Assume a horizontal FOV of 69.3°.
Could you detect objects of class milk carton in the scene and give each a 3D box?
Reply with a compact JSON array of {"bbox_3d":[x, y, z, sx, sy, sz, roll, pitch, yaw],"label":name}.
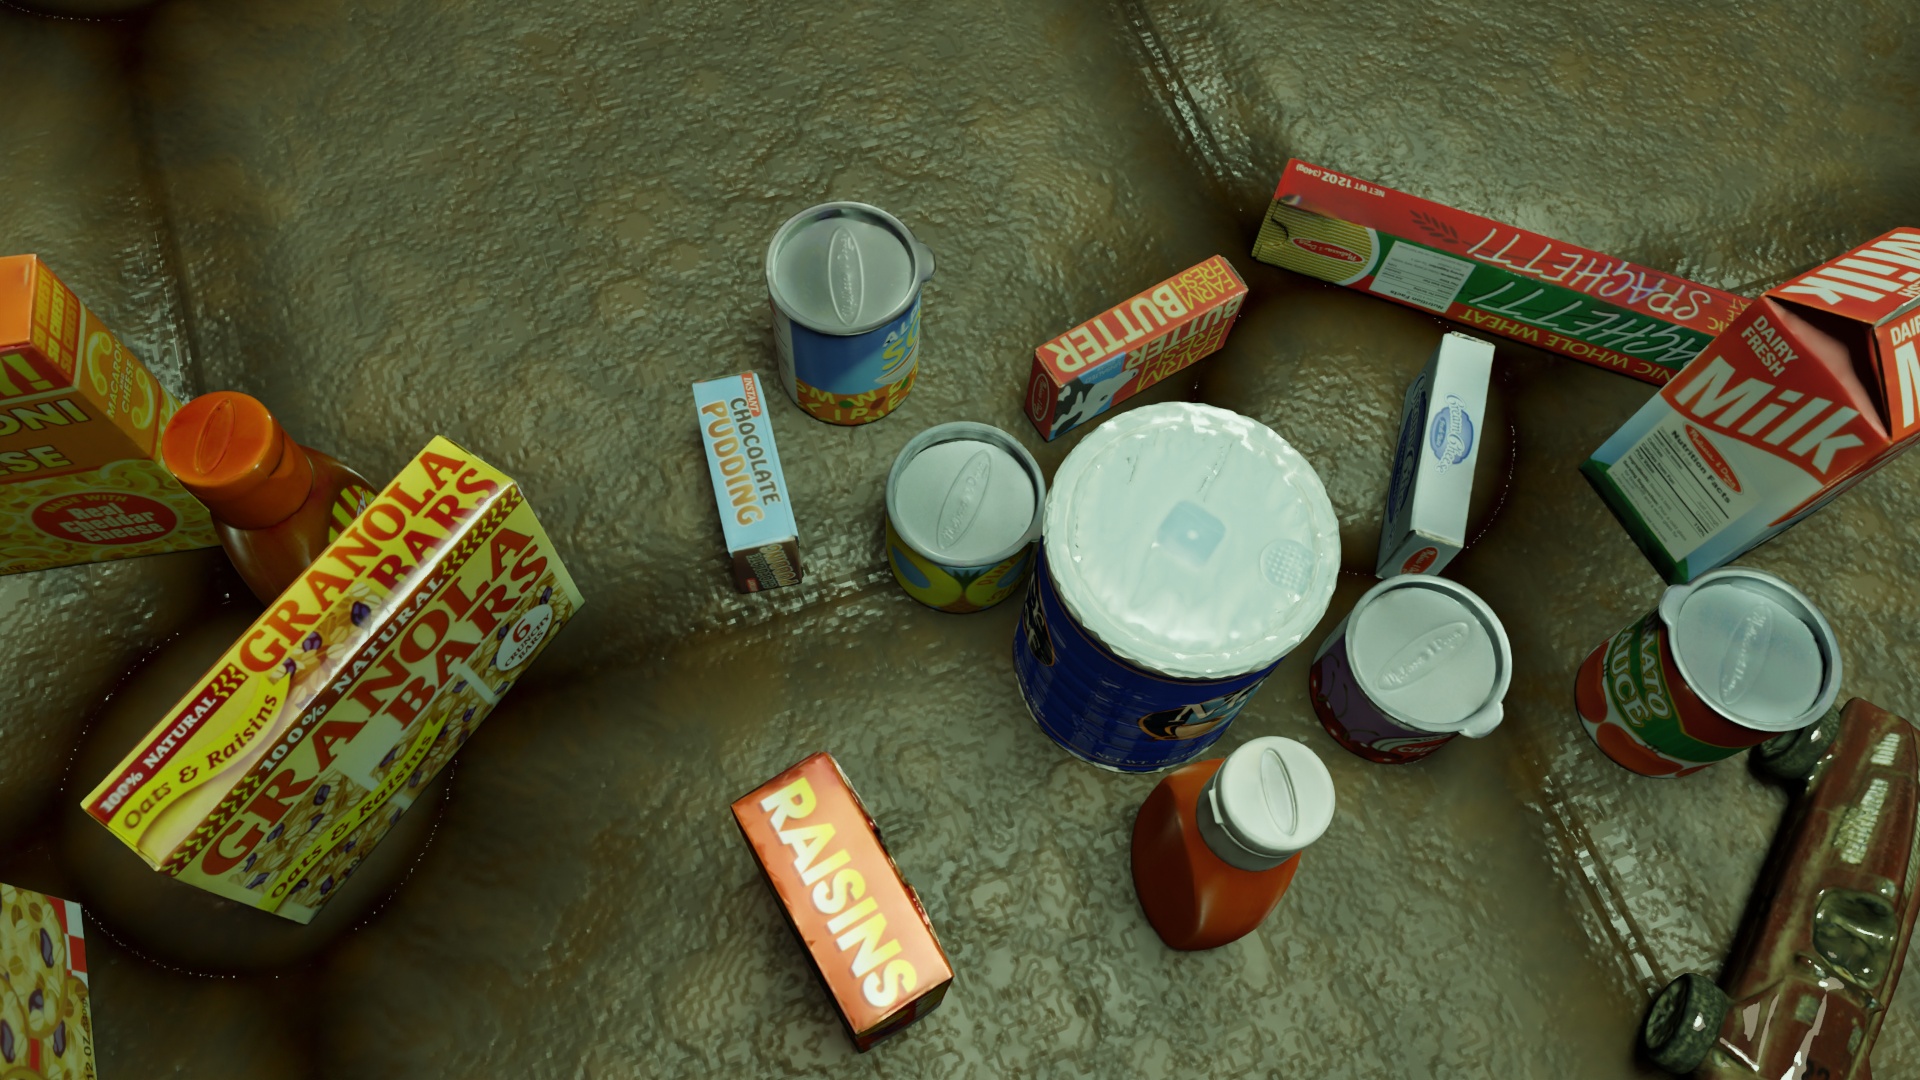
[{"bbox_3d":[0.341,-0.056,0.559,0.072,0.189,0.073,-25,71,-13],"label":"milk carton"}]

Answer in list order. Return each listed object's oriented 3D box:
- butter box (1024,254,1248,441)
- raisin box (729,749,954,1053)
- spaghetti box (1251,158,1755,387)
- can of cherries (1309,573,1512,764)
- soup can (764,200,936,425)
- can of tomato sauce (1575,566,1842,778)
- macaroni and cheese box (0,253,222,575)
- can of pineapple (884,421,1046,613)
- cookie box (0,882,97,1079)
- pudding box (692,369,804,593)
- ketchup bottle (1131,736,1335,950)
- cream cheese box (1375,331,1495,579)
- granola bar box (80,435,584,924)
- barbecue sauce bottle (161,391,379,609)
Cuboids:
[{"bbox_3d":[0.079,-0.088,0.634,0.104,0.053,0.024,-29,71,-14],"label":"butter box"},{"bbox_3d":[-0.040,0.133,0.494,0.040,0.123,0.086,-28,71,-14],"label":"raisin box"},{"bbox_3d":[0.266,-0.120,0.659,0.250,0.050,0.029,19,67,5],"label":"spaghetti box"},{"bbox_3d":[0.185,0.057,0.574,0.071,0.058,0.072,1,67,-2],"label":"can of cherries"},{"bbox_3d":[-0.048,-0.098,0.615,0.071,0.083,0.071,1,67,-2],"label":"soup can"},{"bbox_3d":[0.299,0.056,0.567,0.071,0.082,0.071,1,67,-2],"label":"can of tomato sauce"},{"bbox_3d":[-0.369,-0.039,0.527,0.124,0.165,0.040,-9,68,-6],"label":"macaroni and cheese box"},{"bbox_3d":[0.002,-0.007,0.592,0.071,0.057,0.071,1,67,-2],"label":"can of pineapple"},{"bbox_3d":[-0.335,0.167,0.439,0.040,0.166,0.123,-16,69,-9],"label":"cookie box"},{"bbox_3d":[-0.091,-0.025,0.599,0.030,0.049,0.084,-13,68,-8],"label":"pudding box"},{"bbox_3d":[0.095,0.107,0.498,0.043,0.148,0.065,-8,68,-6],"label":"ketchup bottle"},{"bbox_3d":[0.210,-0.035,0.618,0.024,0.053,0.104,16,67,4],"label":"cream cheese box"},{"bbox_3d":[-0.221,0.055,0.518,0.039,0.123,0.166,33,69,11],"label":"granola bar box"},{"bbox_3d":[-0.252,-0.006,0.529,0.044,0.148,0.065,5,67,-1],"label":"barbecue sauce bottle"}]
